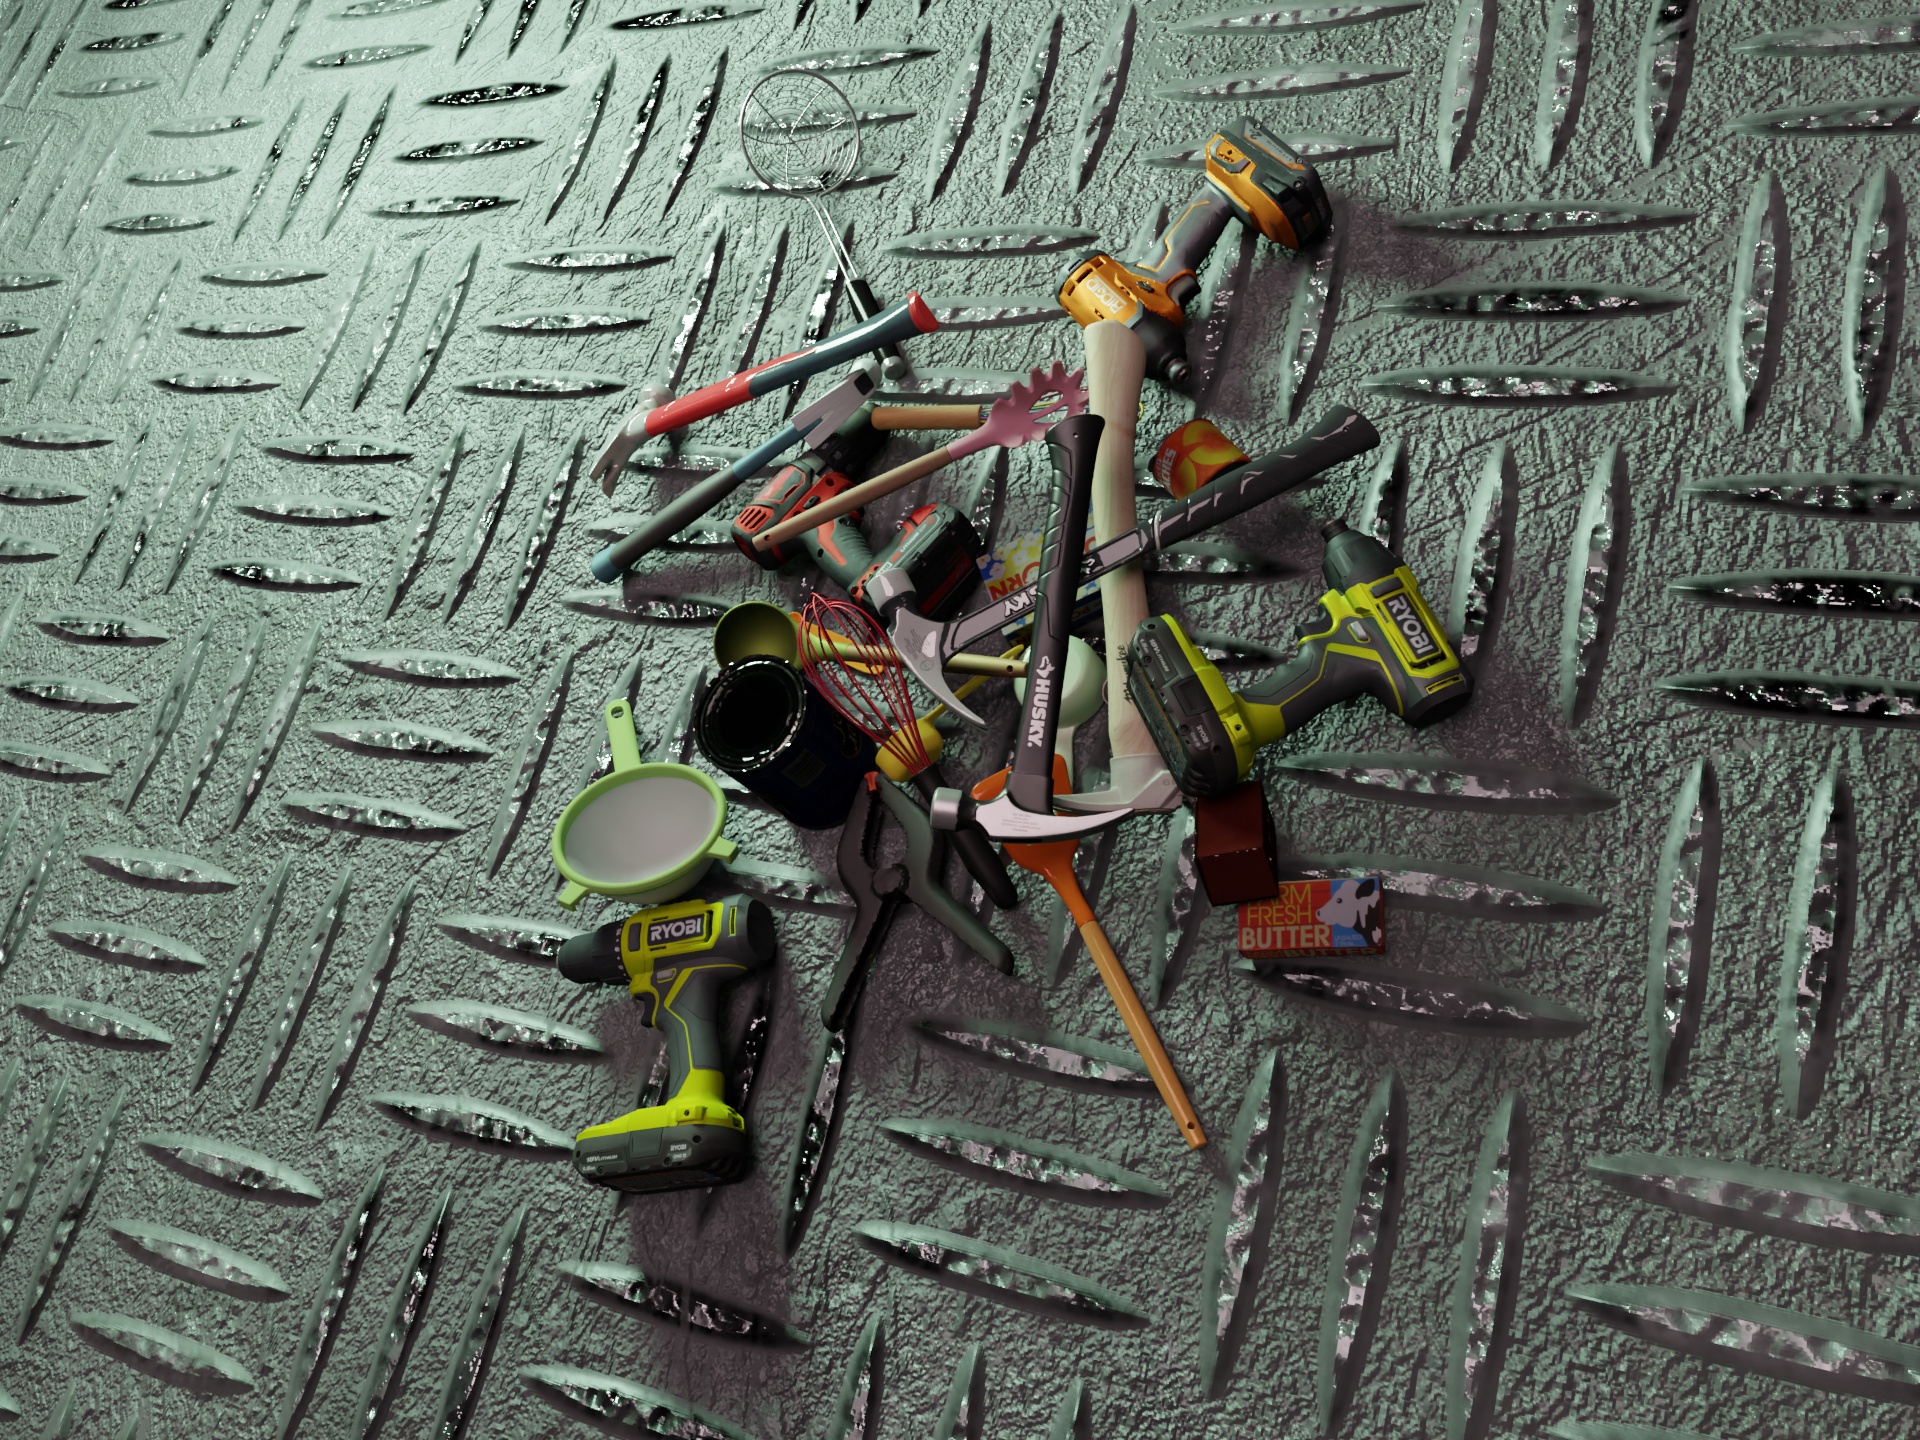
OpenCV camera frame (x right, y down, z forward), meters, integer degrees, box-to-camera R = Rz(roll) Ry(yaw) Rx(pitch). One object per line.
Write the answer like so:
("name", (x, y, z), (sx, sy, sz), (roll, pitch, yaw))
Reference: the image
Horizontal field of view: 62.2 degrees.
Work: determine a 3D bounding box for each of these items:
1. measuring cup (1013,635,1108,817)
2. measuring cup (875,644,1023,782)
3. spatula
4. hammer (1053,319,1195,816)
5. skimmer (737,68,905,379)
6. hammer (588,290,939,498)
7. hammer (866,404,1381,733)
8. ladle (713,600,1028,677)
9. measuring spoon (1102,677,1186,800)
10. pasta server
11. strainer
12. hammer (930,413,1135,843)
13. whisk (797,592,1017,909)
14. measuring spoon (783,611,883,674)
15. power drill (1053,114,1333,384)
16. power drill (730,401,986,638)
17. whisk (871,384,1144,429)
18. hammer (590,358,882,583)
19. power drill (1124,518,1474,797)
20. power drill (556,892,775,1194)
("measuring cup", (0.077, 0.006, 1.286), (0.083, 0.038, 0.168), (-6, 63, 21))
("measuring cup", (-0.002, -0.004, 1.314), (0.156, 0.062, 0.029), (-39, 73, 5))
("spatula", (0.106, 0.171, 1.198), (0.081, 0.041, 0.323), (-22, 60, -9))
("hammer", (0.118, -0.126, 1.269), (0.146, 0.038, 0.411), (-4, 75, 4))
("skimmer", (-0.121, -0.494, 1.571), (0.127, 0.090, 0.364), (-13, 60, -18))
("hammer", (-0.185, -0.305, 1.462), (0.386, 0.038, 0.143), (-12, 41, 36))
("hammer", (0.139, -0.134, 1.232), (0.409, 0.036, 0.149), (-27, 75, -1))
("ladle", (-0.081, -0.055, 1.344), (0.320, 0.062, 0.078), (7, 97, 36))
("measuring spoon", (0.152, 0.014, 1.269), (0.034, 0.018, 0.124), (-30, 65, 5))
("pasta server", (-0.035, -0.217, 1.355), (0.316, 0.040, 0.060), (-25, 85, 4))
("strainer", (-0.282, 0.079, 1.402), (0.151, 0.069, 0.257), (-17, 40, -7))
("hammer", (0.074, -0.072, 1.189), (0.146, 0.035, 0.335), (7, 77, 7))
("whisk", (-0.041, 0.024, 1.261), (0.073, 0.073, 0.296), (-33, 87, 7))
("measuring spoon", (-0.113, -0.067, 1.423), (0.117, 0.011, 0.021), (29, 80, 27))
("power drill", (0.211, -0.401, 1.393), (0.226, 0.084, 0.164), (-41, 58, 7))
("power drill", (-0.079, -0.184, 1.422), (0.227, 0.080, 0.188), (34, 77, 36))
("whisk", (0.041, -0.269, 1.403), (0.245, 0.051, 0.047), (2, 82, 15))
("hammer", (-0.216, -0.226, 1.487), (0.331, 0.033, 0.128), (-31, 17, 21))
("power drill", (0.243, -0.048, 1.183), (0.223, 0.080, 0.171), (-22, 68, -8))
("power drill", (-0.249, 0.260, 1.294), (0.190, 0.080, 0.229), (-12, 60, 18))
